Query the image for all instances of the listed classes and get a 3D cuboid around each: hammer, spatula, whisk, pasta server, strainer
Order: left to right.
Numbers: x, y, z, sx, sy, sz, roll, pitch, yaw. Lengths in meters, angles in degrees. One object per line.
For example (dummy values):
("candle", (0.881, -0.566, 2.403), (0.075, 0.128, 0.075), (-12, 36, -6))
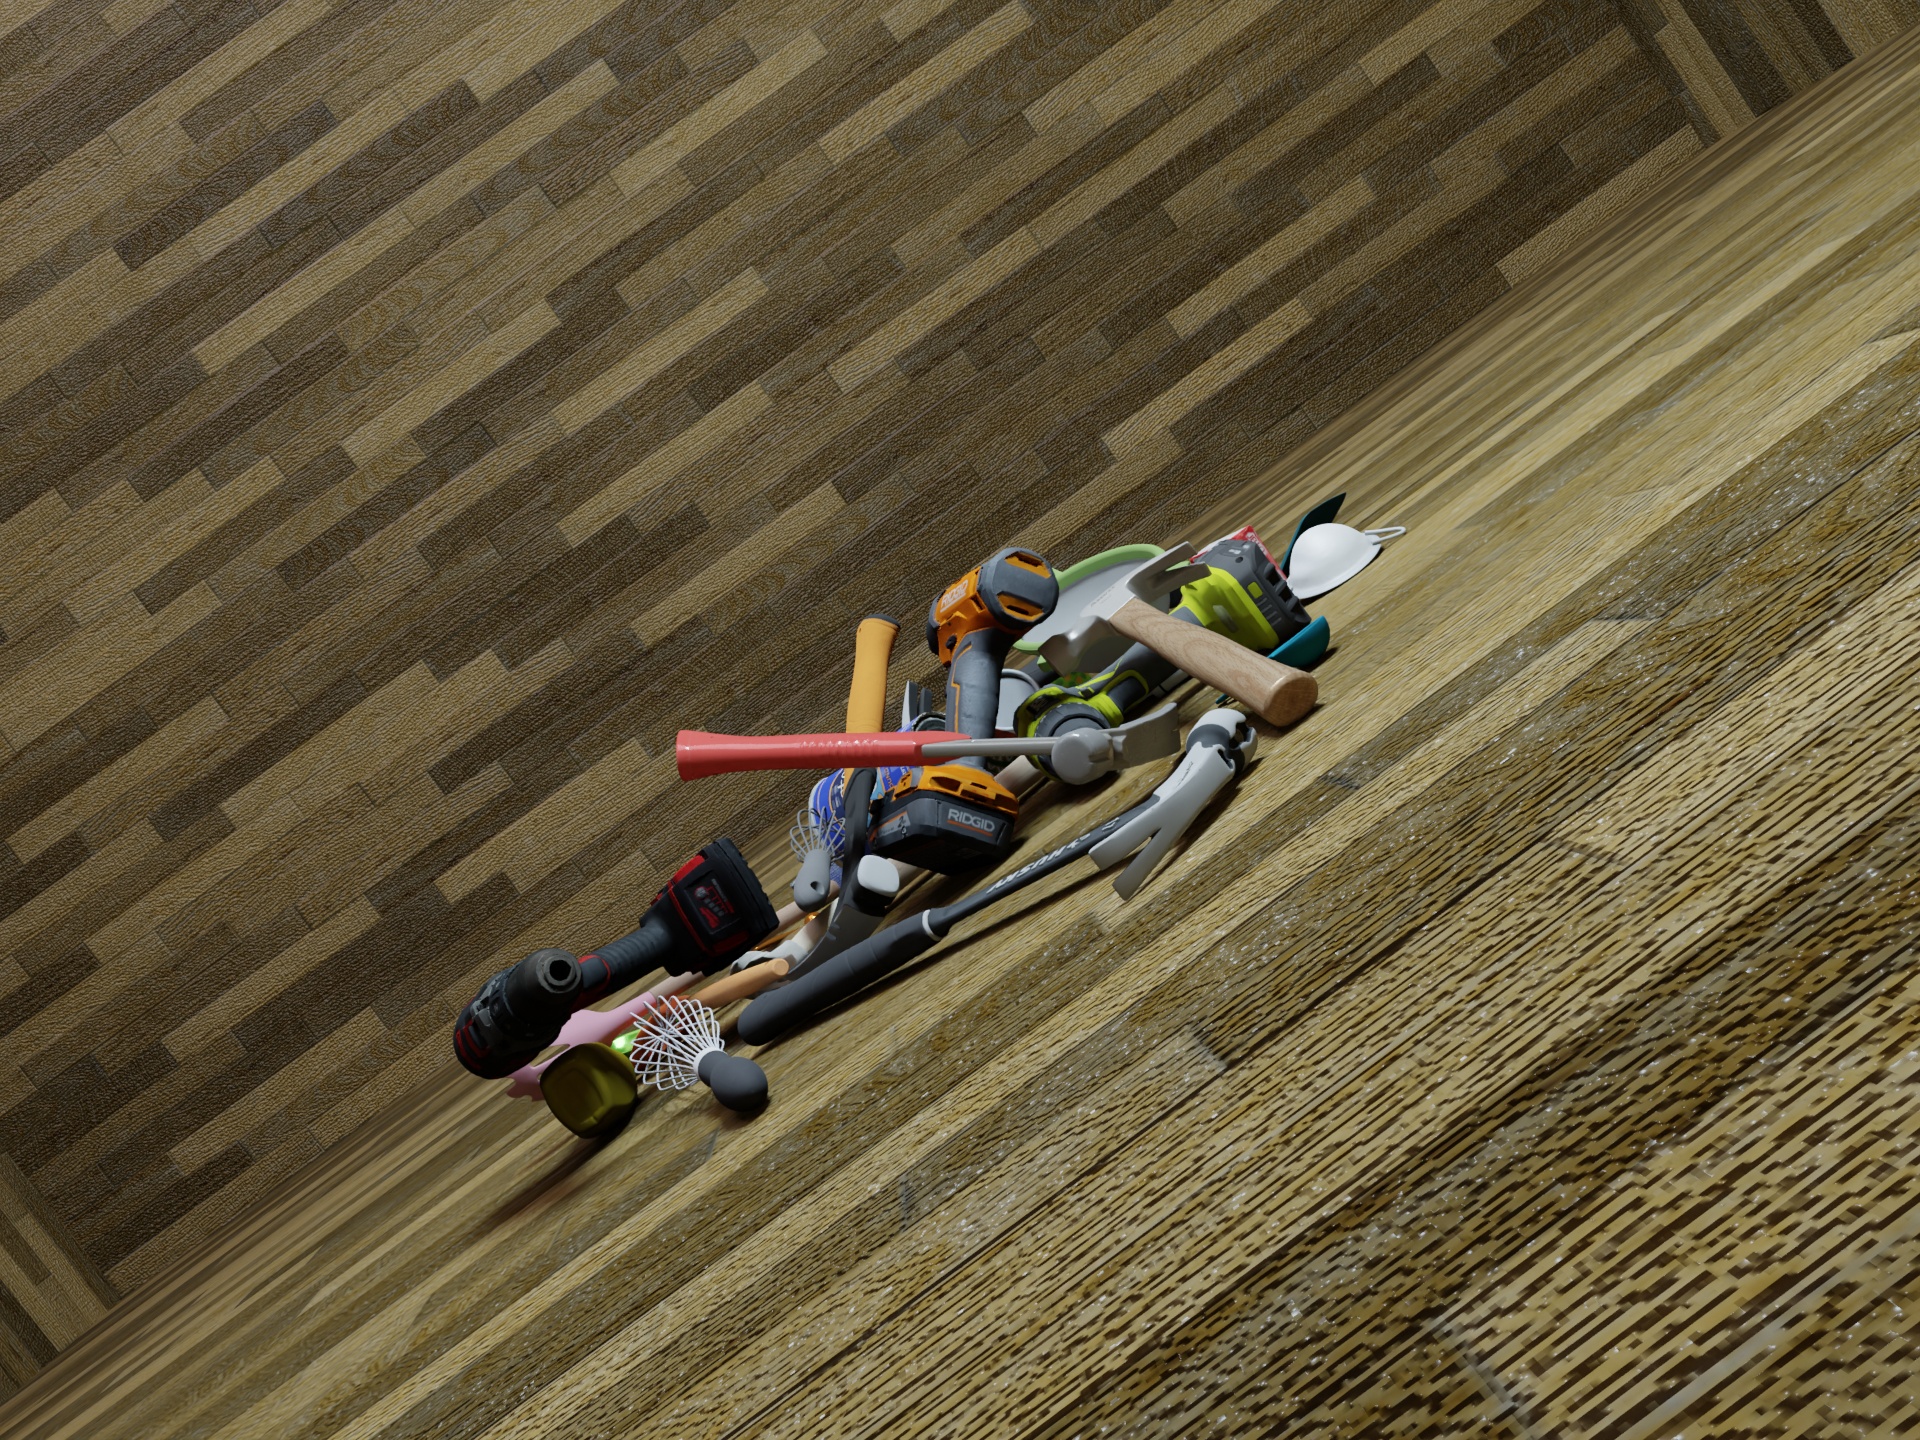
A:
("pasta server", (-0.233, 0.215, 1.312), (0.316, 0.060, 0.040), (-30, 8, -26))
("whisk", (-0.165, 0.219, 1.024), (0.070, 0.070, 0.284), (-37, 9, -19))
("spatula", (-0.189, 0.219, 1.200), (0.081, 0.041, 0.322), (-37, 2, -33))
("whisk", (-0.120, 0.115, 1.312), (0.055, 0.055, 0.239), (-36, 10, 4))
("hammer", (-0.076, 0.040, 1.180), (0.127, 0.034, 0.337), (-55, 21, 37))
("hammer", (-0.038, 0.018, 1.064), (0.359, 0.036, 0.149), (-2, 6, 30))
("hammer", (-0.006, 0.119, 0.947), (0.409, 0.036, 0.149), (-33, 6, 38))
("hammer", (-0.004, 0.088, 1.280), (0.410, 0.038, 0.146), (-37, 6, -24))
("hammer", (0.071, -0.047, 1.482), (0.334, 0.146, 0.035), (-36, -40, 27))
("strainer", (0.106, -0.095, 1.400), (0.151, 0.069, 0.256), (-34, 21, -6))
("hammer", (0.150, -0.051, 1.049), (0.130, 0.031, 0.331), (-42, 19, -2))
("spatula", (0.237, -0.110, 1.491), (0.082, 0.044, 0.317), (-30, -3, -46))
("strainer", (0.242, -0.092, 1.296), (0.258, 0.050, 0.087), (-38, 18, 16))

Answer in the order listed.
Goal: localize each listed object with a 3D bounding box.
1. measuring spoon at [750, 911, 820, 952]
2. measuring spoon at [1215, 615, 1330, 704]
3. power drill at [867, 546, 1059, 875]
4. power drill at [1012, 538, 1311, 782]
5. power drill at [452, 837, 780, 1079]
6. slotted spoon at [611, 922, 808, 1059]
("measuring spoon", (-0.156, 0.188, 1.415), (0.021, 0.011, 0.117), (-33, -7, 25))
("measuring spoon", (0.208, -0.031, 1.062), (0.042, 0.021, 0.128), (-38, -5, -30))
("power drill", (-0.002, -0.004, 1.195), (0.164, 0.084, 0.227), (-28, 47, 63))
("power drill", (0.144, -0.036, 1.196), (0.228, 0.080, 0.190), (-38, 9, 0))
("power drill", (-0.243, 0.168, 1.134), (0.226, 0.080, 0.188), (-27, -9, -38))
("slotted spoon", (-0.189, 0.222, 1.361), (0.313, 0.031, 0.070), (-33, 2, 14))
